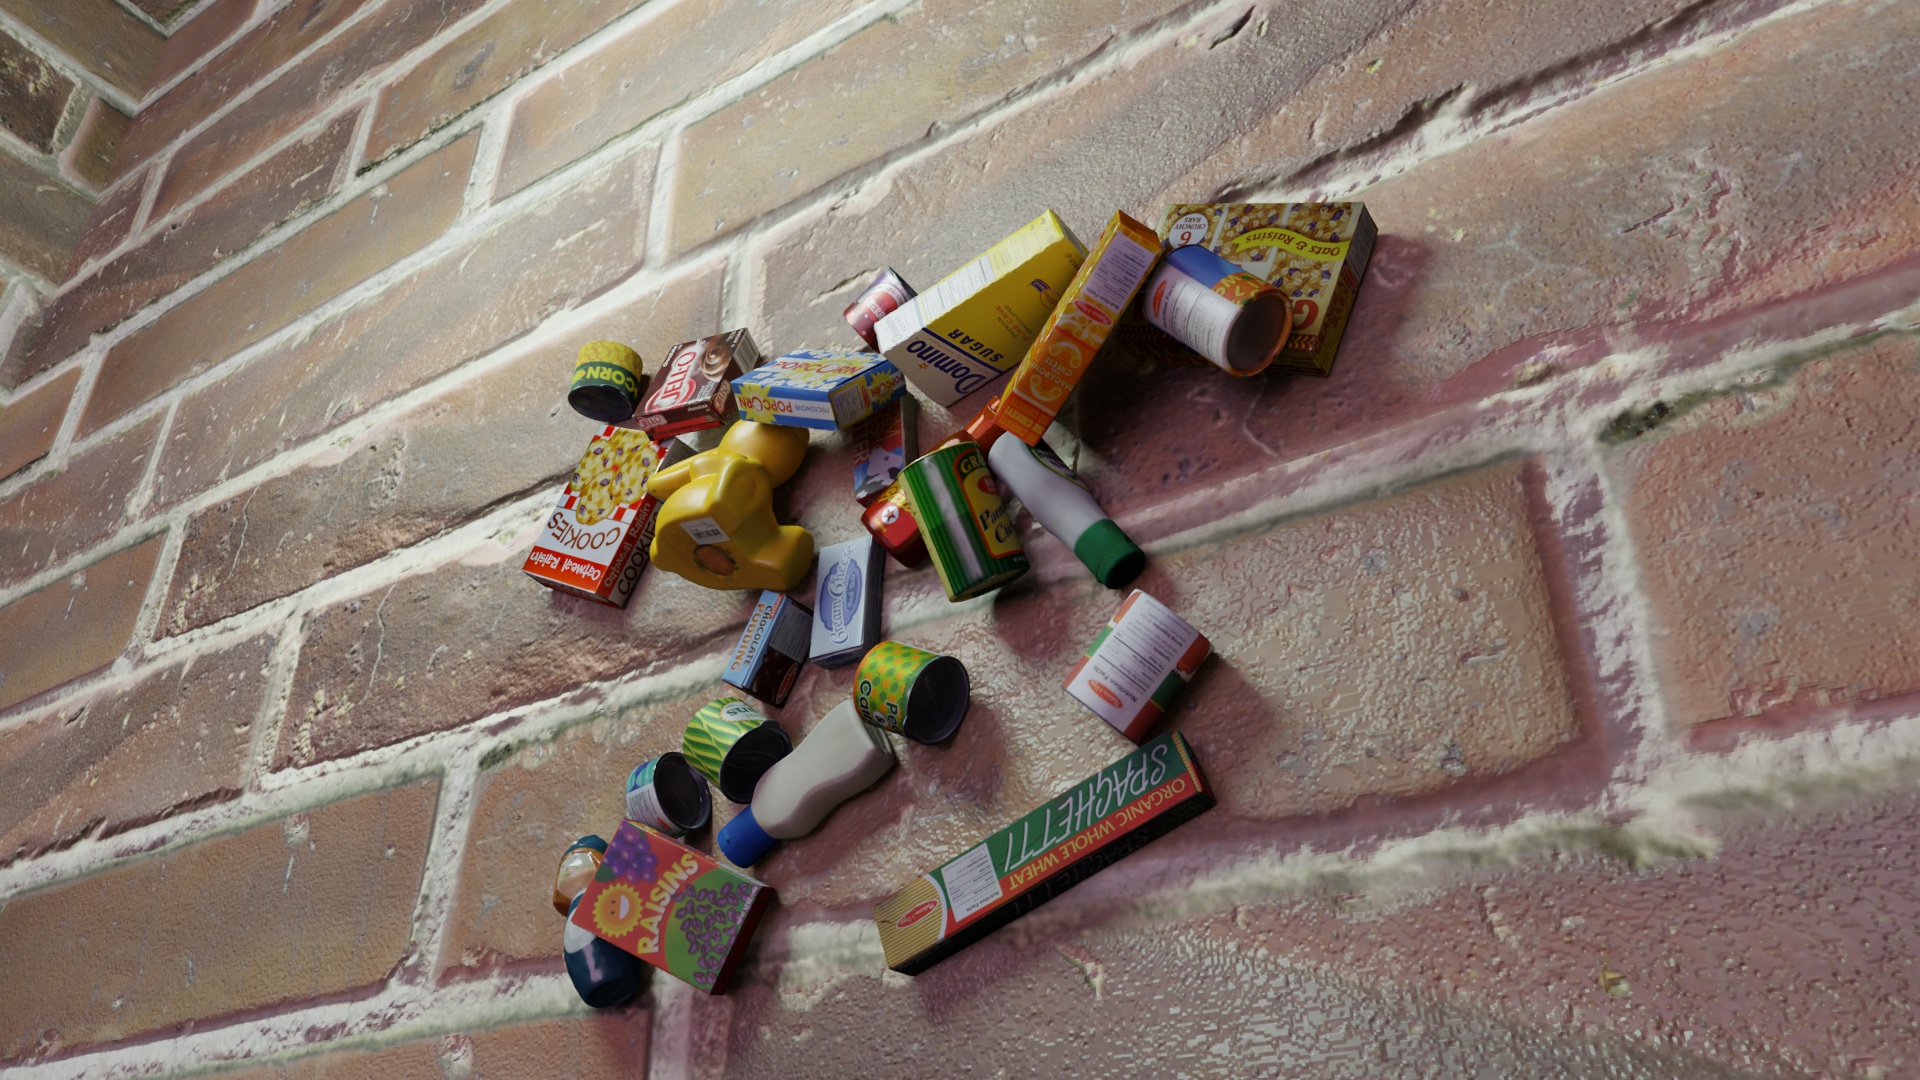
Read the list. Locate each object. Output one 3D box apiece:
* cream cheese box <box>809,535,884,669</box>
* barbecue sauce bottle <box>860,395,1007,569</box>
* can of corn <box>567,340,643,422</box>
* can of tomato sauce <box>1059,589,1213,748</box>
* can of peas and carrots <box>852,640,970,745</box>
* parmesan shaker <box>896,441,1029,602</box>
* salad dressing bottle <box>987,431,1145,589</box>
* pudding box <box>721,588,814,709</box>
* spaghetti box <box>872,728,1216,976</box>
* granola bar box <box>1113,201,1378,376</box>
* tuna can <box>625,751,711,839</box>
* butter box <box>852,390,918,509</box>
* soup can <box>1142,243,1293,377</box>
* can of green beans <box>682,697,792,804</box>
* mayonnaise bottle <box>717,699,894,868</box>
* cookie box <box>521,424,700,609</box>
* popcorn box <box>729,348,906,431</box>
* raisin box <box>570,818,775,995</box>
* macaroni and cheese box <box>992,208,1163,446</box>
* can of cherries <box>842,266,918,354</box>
[{"bbox_3d":[-0.090,0.049,1.118,0.053,0.024,0.104,-16,56,29],"label":"cream cheese box"},{"bbox_3d":[-0.010,-0.050,1.104,0.148,0.043,0.065,-46,52,4],"label":"barbecue sauce bottle"},{"bbox_3d":[-0.360,-0.163,1.415,0.071,0.071,0.058,-15,56,30],"label":"can of corn"},{"bbox_3d":[0.117,0.084,0.917,0.083,0.071,0.071,-52,46,-2],"label":"can of tomato sauce"},{"bbox_3d":[-0.037,0.112,1.011,0.059,0.071,0.071,12,72,41],"label":"can of peas and carrots"},{"bbox_3d":[0.004,-0.013,1.035,0.071,0.071,0.103,-28,79,21],"label":"parmesan shaker"},{"bbox_3d":[0.077,-0.024,1.016,0.044,0.064,0.148,-50,54,13],"label":"salad dressing bottle"},{"bbox_3d":[-0.152,0.087,1.123,0.030,0.049,0.084,10,71,42],"label":"pudding box"},{"bbox_3d":[0.052,0.208,0.914,0.249,0.028,0.050,-34,49,16],"label":"spaghetti box"},{"bbox_3d":[0.210,-0.188,1.028,0.165,0.039,0.124,11,72,40],"label":"granola bar box"},{"bbox_3d":[-0.231,0.203,1.103,0.032,0.071,0.071,-27,51,23],"label":"tuna can"},{"bbox_3d":[-0.064,-0.079,1.175,0.053,0.024,0.104,-22,53,24],"label":"butter box"},{"bbox_3d":[0.180,-0.160,0.963,0.071,0.071,0.084,-49,48,2],"label":"soup can"},{"bbox_3d":[-0.174,0.163,1.083,0.058,0.071,0.071,27,82,43],"label":"can of green beans"},{"bbox_3d":[-0.119,0.188,1.046,0.148,0.041,0.065,-42,46,10],"label":"mayonnaise bottle"},{"bbox_3d":[-0.336,-0.025,1.334,0.123,0.040,0.168,11,70,40],"label":"cookie box"},{"bbox_3d":[-0.120,-0.129,1.173,0.126,0.038,0.085,10,33,40],"label":"popcorn box"},{"bbox_3d":[-0.213,0.271,1.032,0.123,0.040,0.086,22,78,14],"label":"raisin box"},{"bbox_3d":[0.087,-0.159,1.027,0.166,0.040,0.124,-58,4,18],"label":"macaroni and cheese box"},{"bbox_3d":[-0.061,-0.196,1.211,0.058,0.071,0.072,-43,47,9],"label":"can of cherries"}]
